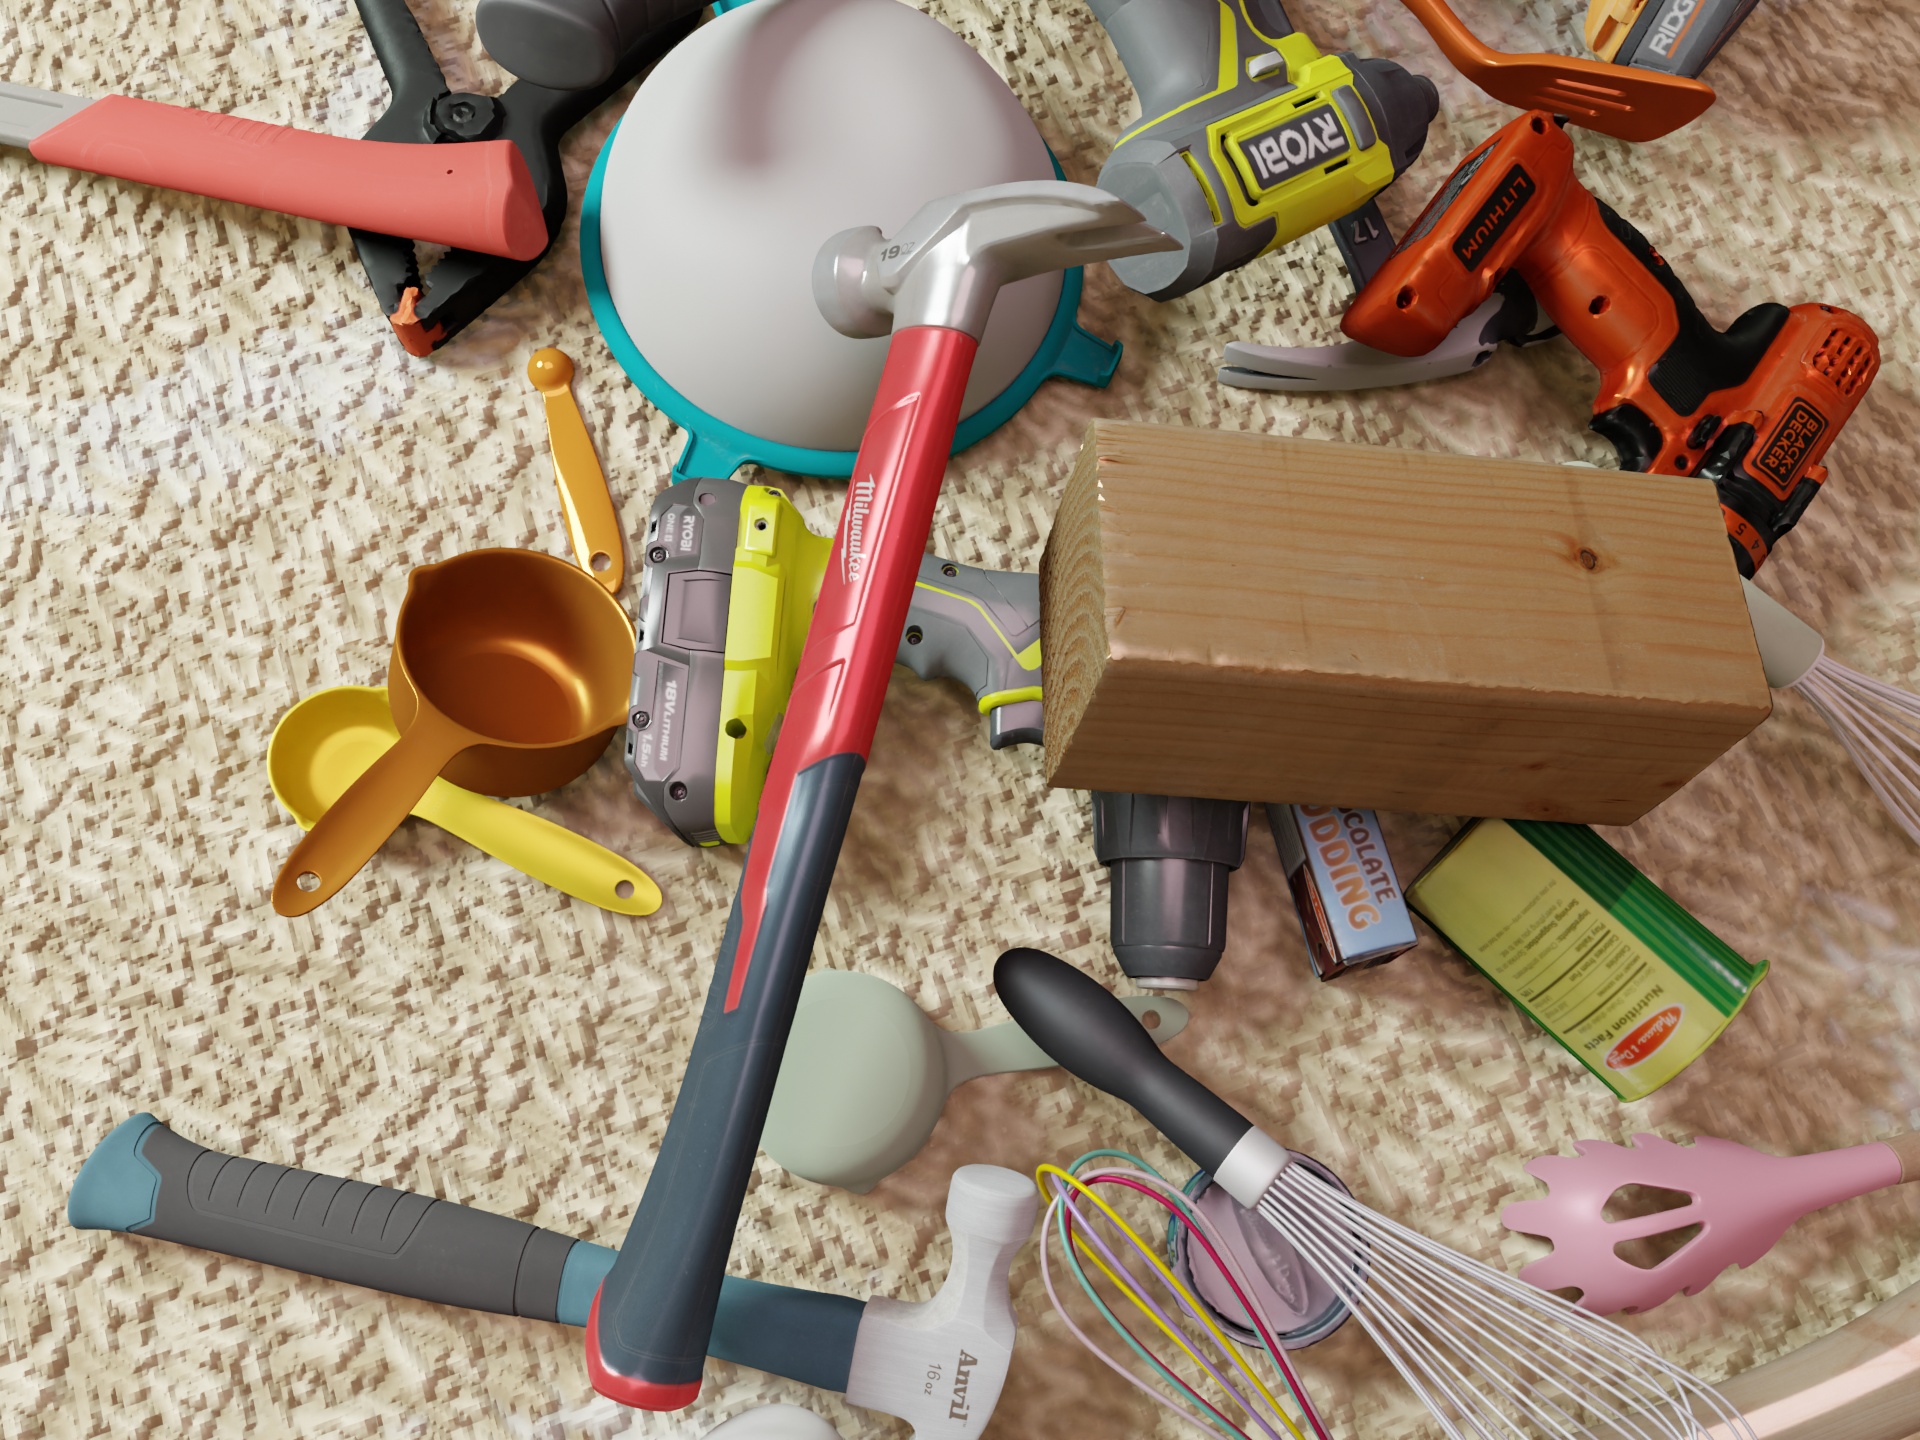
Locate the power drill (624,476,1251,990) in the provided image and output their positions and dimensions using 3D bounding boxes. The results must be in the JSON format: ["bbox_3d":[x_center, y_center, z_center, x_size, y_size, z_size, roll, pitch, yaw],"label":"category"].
[{"bbox_3d":[-0.001,-0.002,0.589,0.228,0.080,0.191,4,78,-1],"label":"power drill"}]

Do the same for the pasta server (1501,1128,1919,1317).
[{"bbox_3d":[0.350,0.152,0.568,0.316,0.040,0.060,-11,73,-7],"label":"pasta server"}]

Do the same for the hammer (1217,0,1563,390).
[{"bbox_3d":[0.122,-0.324,0.708,0.149,0.036,0.409,-19,73,-4],"label":"hammer"}]

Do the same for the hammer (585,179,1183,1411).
[{"bbox_3d":[-0.036,0.021,0.492,0.143,0.038,0.386,8,81,48],"label":"hammer"}]

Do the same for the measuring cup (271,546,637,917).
[{"bbox_3d":[-0.185,0.013,0.566,0.095,0.052,0.174,34,51,-3],"label":"measuring cup"}]

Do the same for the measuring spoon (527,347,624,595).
[{"bbox_3d":[-0.158,-0.104,0.652,0.021,0.011,0.117,-17,74,-5],"label":"measuring spoon"}]

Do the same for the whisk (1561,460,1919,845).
[{"bbox_3d":[0.311,-0.017,0.580,0.246,0.057,0.059,35,55,-5],"label":"whisk"}]

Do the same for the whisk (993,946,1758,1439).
[{"bbox_3d":[0.118,0.164,0.501,0.285,0.070,0.070,37,76,23],"label":"whisk"}]

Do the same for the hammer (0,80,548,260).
[{"bbox_3d":[-0.338,-0.230,0.655,0.359,0.036,0.149,15,73,14],"label":"hammer"}]

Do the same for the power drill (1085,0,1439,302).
[{"bbox_3d":[0.087,-0.289,0.604,0.171,0.080,0.223,-32,98,-29],"label":"power drill"}]

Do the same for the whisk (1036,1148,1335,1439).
[{"bbox_3d":[0.108,0.229,0.488,0.245,0.047,0.051,48,37,7],"label":"whisk"}]

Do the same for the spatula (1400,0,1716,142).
[{"bbox_3d":[0.166,-0.335,0.660,0.322,0.081,0.041,39,97,-2],"label":"spatula"}]

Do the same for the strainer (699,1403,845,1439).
[{"bbox_3d":[0.009,0.227,0.470,0.258,0.086,0.050,-7,46,11],"label":"strainer"}]

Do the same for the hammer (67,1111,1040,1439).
[{"bbox_3d":[-0.146,0.186,0.541,0.331,0.033,0.128,10,91,7],"label":"hammer"}]

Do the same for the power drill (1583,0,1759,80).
[{"bbox_3d":[0.262,-0.390,0.699,0.226,0.084,0.185,36,60,12],"label":"power drill"}]

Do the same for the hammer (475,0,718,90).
[{"bbox_3d":[-0.053,-0.322,0.619,0.146,0.035,0.335,36,55,14],"label":"hammer"}]

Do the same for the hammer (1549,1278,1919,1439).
[{"bbox_3d":[0.203,0.257,0.511,0.410,0.038,0.146,-19,76,-1],"label":"hammer"}]

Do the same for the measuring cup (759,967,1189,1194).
[{"bbox_3d":[0.001,0.119,0.569,0.167,0.038,0.083,-11,73,-1],"label":"measuring cup"}]

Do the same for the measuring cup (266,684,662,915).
[{"bbox_3d":[-0.186,0.039,0.607,0.156,0.029,0.062,26,70,-4],"label":"measuring cup"}]

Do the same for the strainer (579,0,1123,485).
[{"bbox_3d":[-0.069,-0.269,0.642,0.211,0.095,0.340,-18,79,-11],"label":"strainer"}]
